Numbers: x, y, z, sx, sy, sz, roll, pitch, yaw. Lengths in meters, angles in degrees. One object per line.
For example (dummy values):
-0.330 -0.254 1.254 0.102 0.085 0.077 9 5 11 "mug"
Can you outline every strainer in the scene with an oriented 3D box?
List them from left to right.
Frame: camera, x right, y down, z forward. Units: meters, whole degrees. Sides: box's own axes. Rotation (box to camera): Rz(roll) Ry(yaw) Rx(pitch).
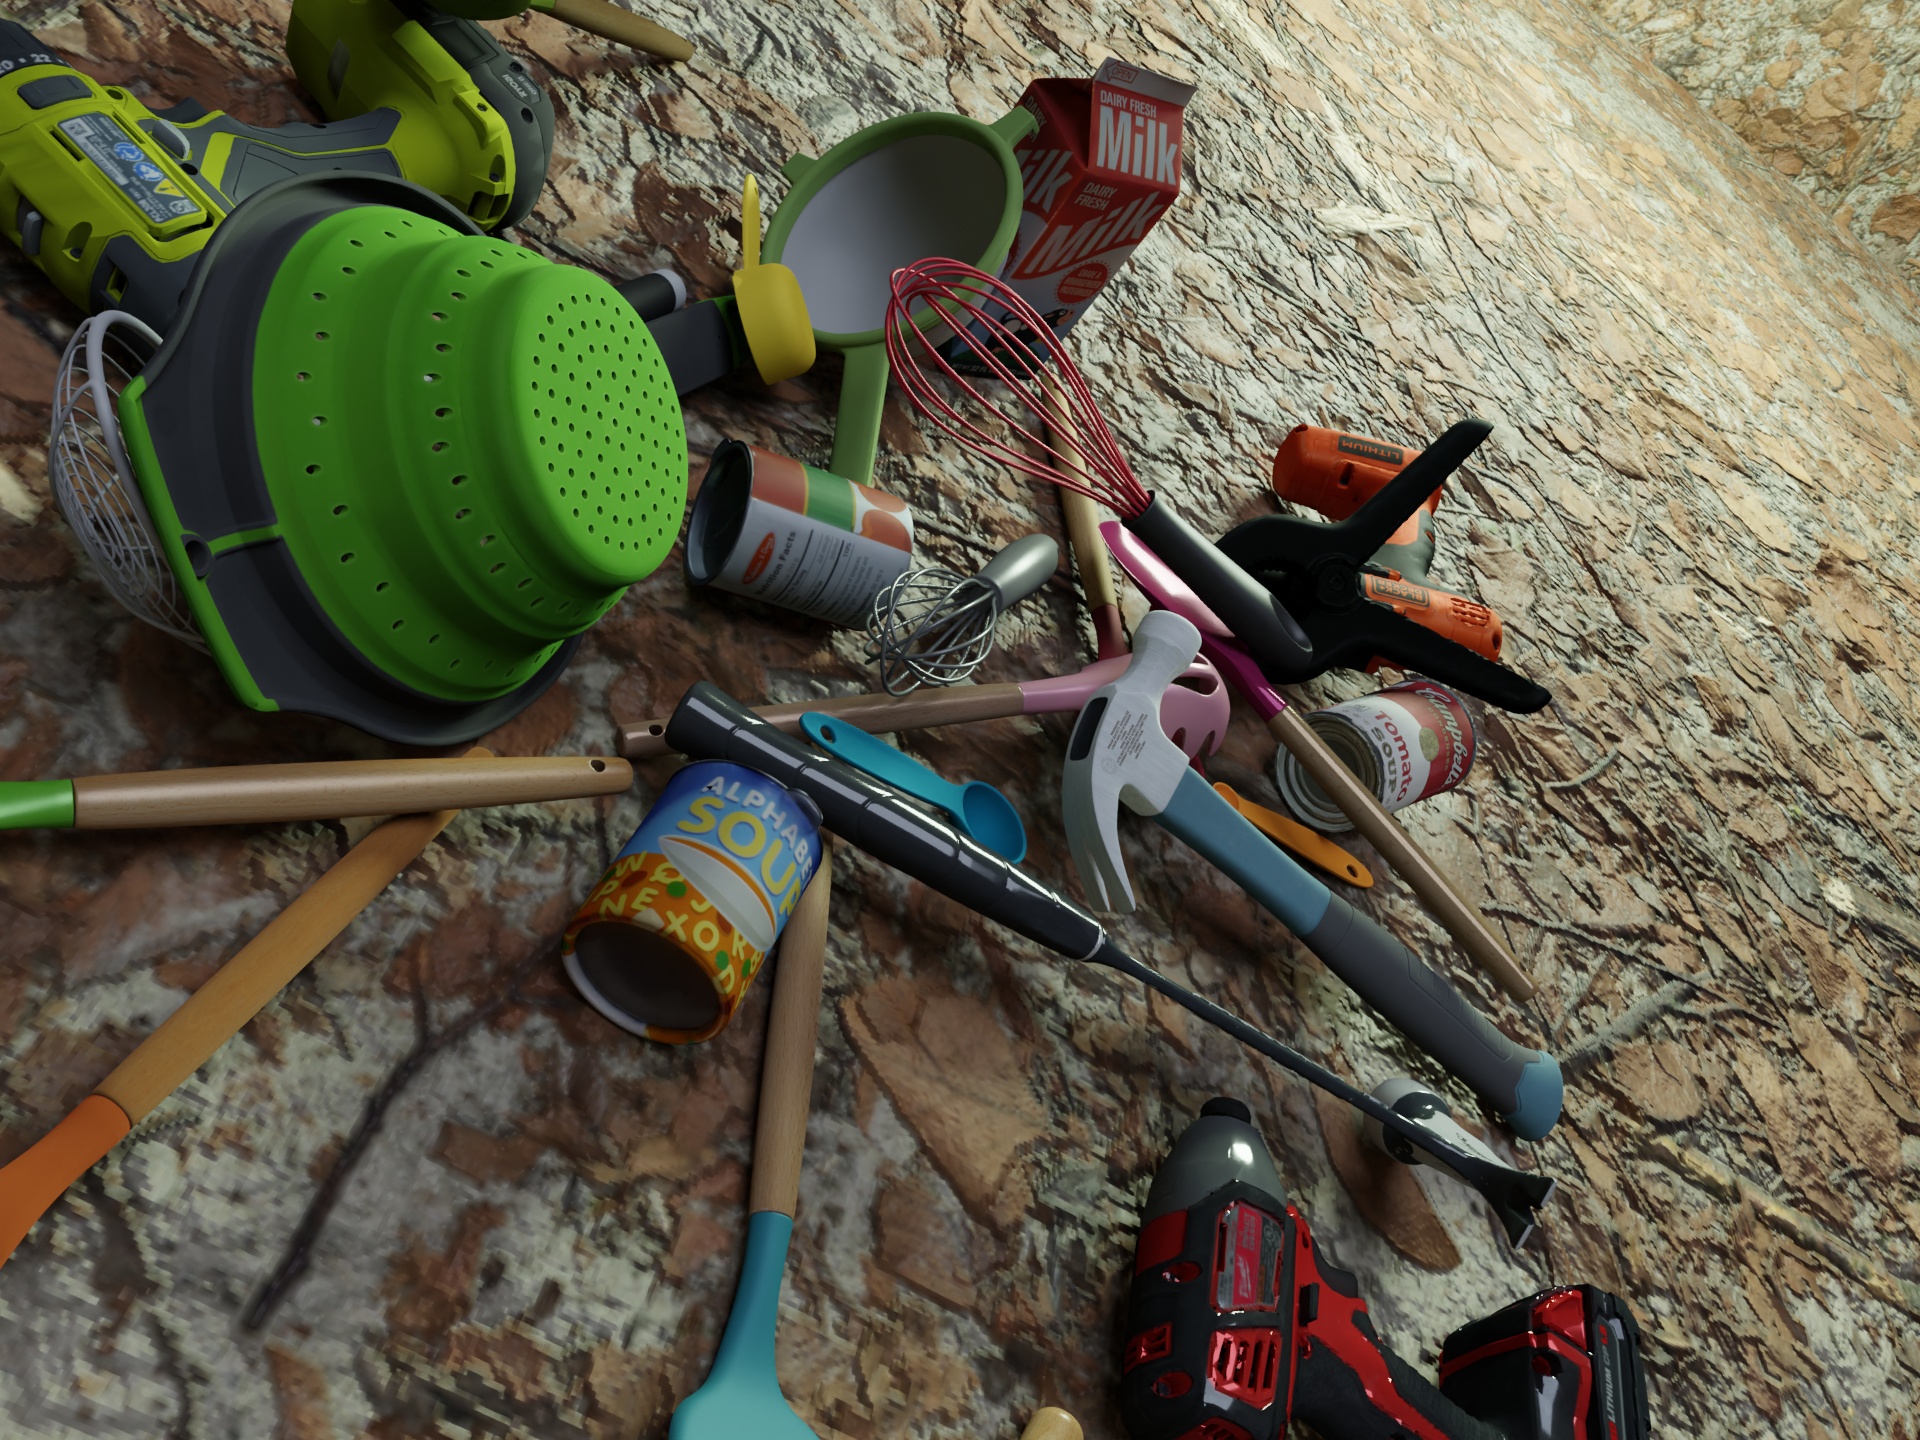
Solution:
-0.033 -0.196 0.832 0.069 0.151 0.256 44 49 -57 "strainer"

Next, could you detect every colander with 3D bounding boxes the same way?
-0.137 -0.129 0.630 0.397 0.094 0.204 -53 133 -60 "colander"

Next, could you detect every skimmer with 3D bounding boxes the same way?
-0.201 -0.136 0.639 0.363 0.090 0.127 -46 120 -51 "skimmer"

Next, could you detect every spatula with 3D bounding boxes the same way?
-0.237 0.103 0.472 0.081 0.041 0.323 40 38 -5 "spatula"
-0.057 0.148 0.561 0.082 0.044 0.318 27 43 -26 "spatula"

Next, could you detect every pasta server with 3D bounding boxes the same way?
-0.001 -0.002 0.715 0.316 0.040 0.060 -6 56 -29 "pasta server"

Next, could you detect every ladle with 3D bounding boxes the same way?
-0.186 -0.360 0.779 0.078 0.062 0.320 46 19 -3 "ladle"
0.073 -0.079 0.859 0.069 0.031 0.316 12 49 -26 "ladle"

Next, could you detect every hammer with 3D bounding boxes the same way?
0.063 0.098 0.646 0.408 0.149 0.036 31 88 -12 "hammer"
0.177 0.098 0.757 0.330 0.033 0.128 39 69 -19 "hammer"

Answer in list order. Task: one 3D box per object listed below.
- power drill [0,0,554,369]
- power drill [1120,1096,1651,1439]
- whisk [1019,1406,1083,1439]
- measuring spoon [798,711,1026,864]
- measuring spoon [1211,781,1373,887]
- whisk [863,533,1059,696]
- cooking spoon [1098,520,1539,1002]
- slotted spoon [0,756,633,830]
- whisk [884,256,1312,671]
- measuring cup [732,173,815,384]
-0.303 -0.251 0.662 0.190 0.080 0.228 45 44 1 "power drill"
0.166 0.249 0.637 0.219 0.078 0.143 29 44 -13 "power drill"
-0.017 0.307 0.474 0.047 0.051 0.245 62 36 -13 "whisk"
-0.023 0.031 0.684 0.128 0.021 0.042 31 38 -31 "measuring spoon"
0.174 0.064 0.840 0.116 0.011 0.021 28 42 -23 "measuring spoon"
0.009 -0.060 0.746 0.055 0.055 0.239 46 24 1 "whisk"
0.178 0.016 0.806 0.319 0.017 0.069 49 26 9 "cooking spoon"
-0.251 0.023 0.502 0.313 0.031 0.070 -1 53 -36 "slotted spoon"
0.073 -0.116 0.779 0.295 0.073 0.073 39 41 -22 "whisk"
-0.095 -0.235 0.813 0.029 0.062 0.157 -12 52 6 "measuring cup"
